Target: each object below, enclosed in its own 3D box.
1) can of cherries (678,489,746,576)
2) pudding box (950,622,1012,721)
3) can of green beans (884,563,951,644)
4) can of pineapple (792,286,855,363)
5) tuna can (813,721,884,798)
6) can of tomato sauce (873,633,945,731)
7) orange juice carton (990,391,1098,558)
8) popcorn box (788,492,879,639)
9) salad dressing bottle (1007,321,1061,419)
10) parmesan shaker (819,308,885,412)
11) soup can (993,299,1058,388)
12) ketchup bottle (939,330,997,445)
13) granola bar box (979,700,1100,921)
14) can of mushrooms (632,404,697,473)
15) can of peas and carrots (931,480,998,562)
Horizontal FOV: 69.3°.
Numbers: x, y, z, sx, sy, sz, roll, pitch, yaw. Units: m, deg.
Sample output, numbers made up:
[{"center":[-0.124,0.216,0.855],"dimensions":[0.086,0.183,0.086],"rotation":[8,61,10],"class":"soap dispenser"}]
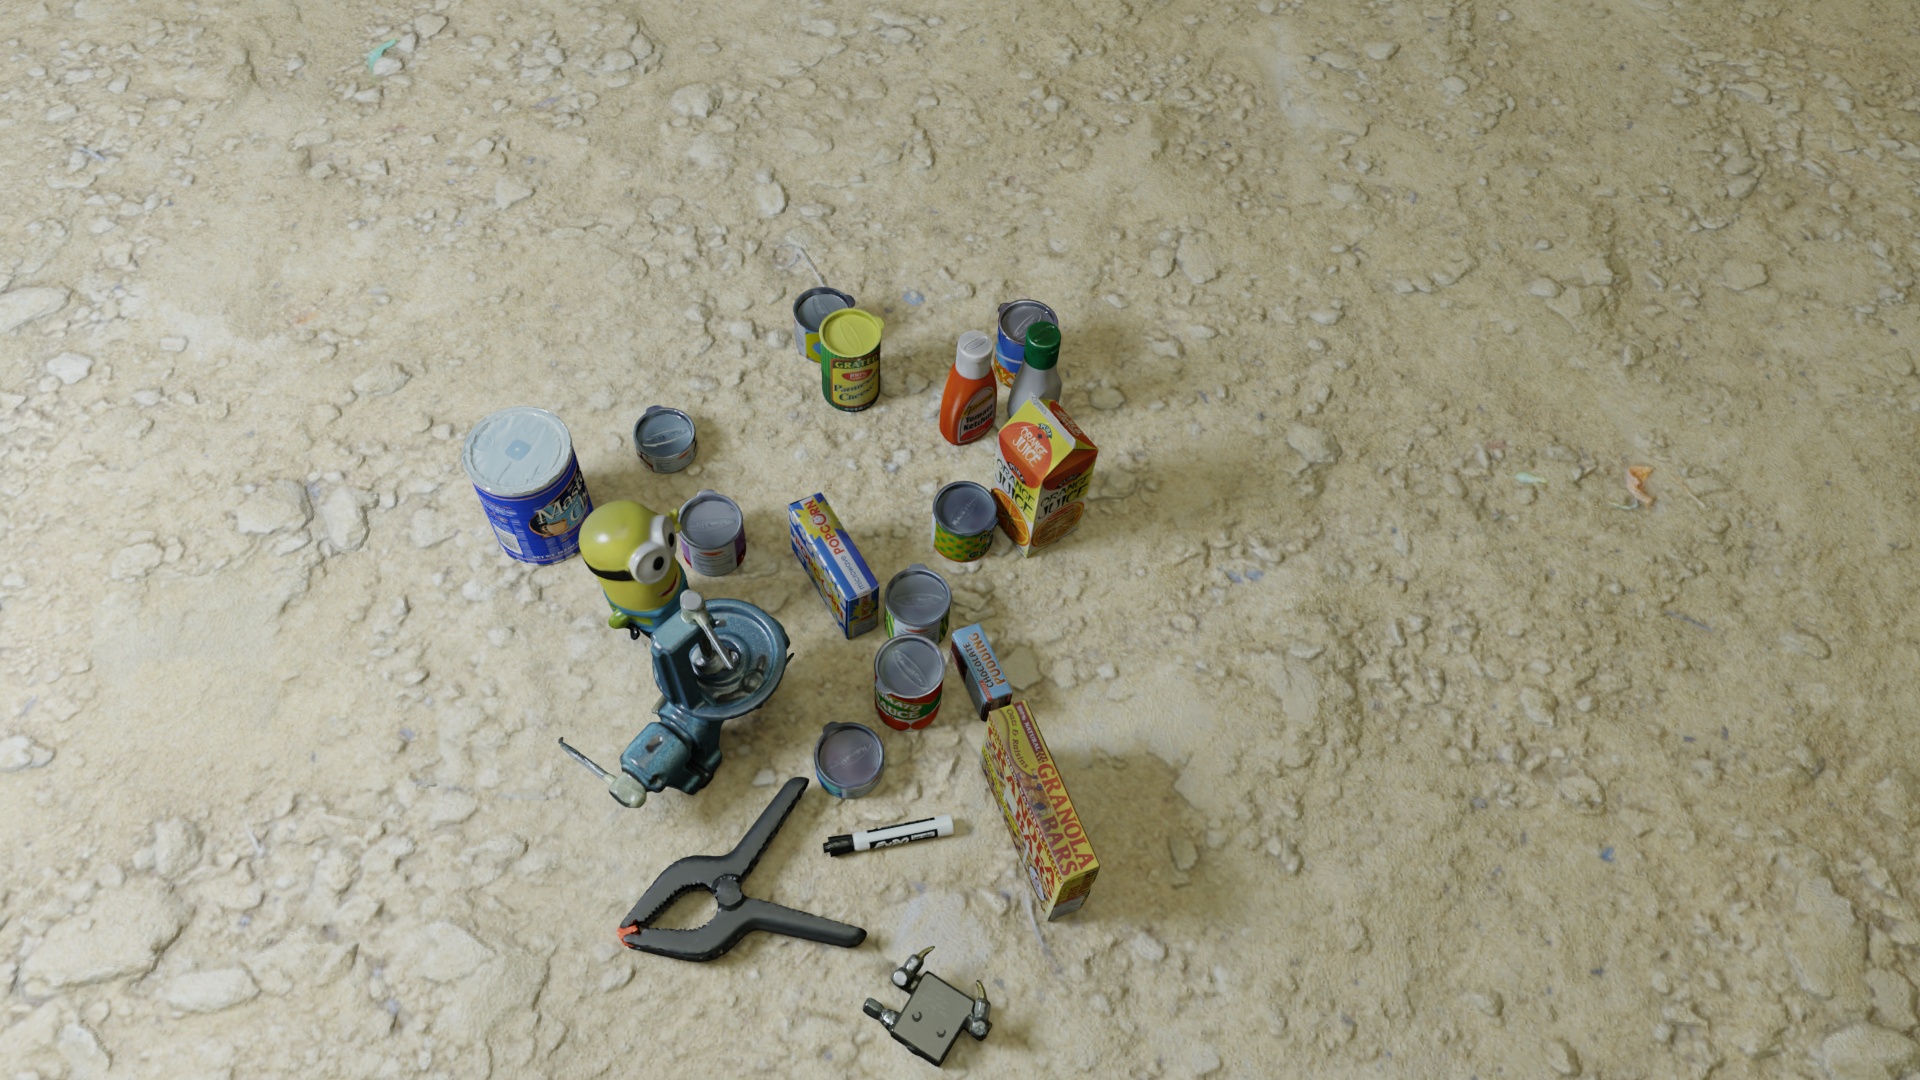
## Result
[{"center":[-0.252,-0.007,1.415],"dimensions":[0.071,0.058,0.072],"rotation":[2,59,-3],"class":"can of cherries"},{"center":[0.019,0.128,1.356],"dimensions":[0.030,0.049,0.084],"rotation":[-19,62,-14],"class":"pudding box"},{"center":[-0.043,0.069,1.383],"dimensions":[0.071,0.057,0.071],"rotation":[2,59,-3],"class":"can of green beans"},{"center":[-0.152,-0.242,1.563],"dimensions":[0.071,0.057,0.071],"rotation":[2,59,-3],"class":"can of pineapple"},{"center":[-0.106,0.206,1.311],"dimensions":[0.071,0.032,0.071],"rotation":[2,59,-3],"class":"tuna can"},{"center":[-0.050,0.139,1.326],"dimensions":[0.071,0.082,0.071],"rotation":[2,59,-3],"class":"can of tomato sauce"},{"center":[0.083,-0.070,1.397],"dimensions":[0.073,0.191,0.072],"rotation":[-30,65,-19],"class":"orange juice carton"},{"center":[-0.126,0.026,1.388],"dimensions":[0.038,0.084,0.127],"rotation":[-25,64,-17],"class":"popcorn box"},{"center":[0.082,-0.175,1.486],"dimensions":[0.064,0.147,0.044],"rotation":[-36,68,-22],"class":"salad dressing bottle"},{"center":[-0.116,-0.195,1.511],"dimensions":[0.071,0.102,0.071],"rotation":[2,59,-3],"class":"parmesan shaker"},{"center":[0.070,-0.219,1.549],"dimensions":[0.071,0.083,0.071],"rotation":[2,59,-3],"class":"soup can"},{"center":[0.011,-0.163,1.474],"dimensions":[0.065,0.148,0.043],"rotation":[-31,66,-20],"class":"ketchup bottle"},{"center":[0.069,0.243,1.247],"dimensions":[0.039,0.123,0.166],"rotation":[-17,62,-13],"class":"granola bar box"},{"center":[-0.316,-0.109,1.486],"dimensions":[0.071,0.033,0.071],"rotation":[2,59,-3],"class":"can of mushrooms"},{"center":[0.005,-0.018,1.438],"dimensions":[0.071,0.058,0.071],"rotation":[2,59,-3],"class":"can of peas and carrots"}]
